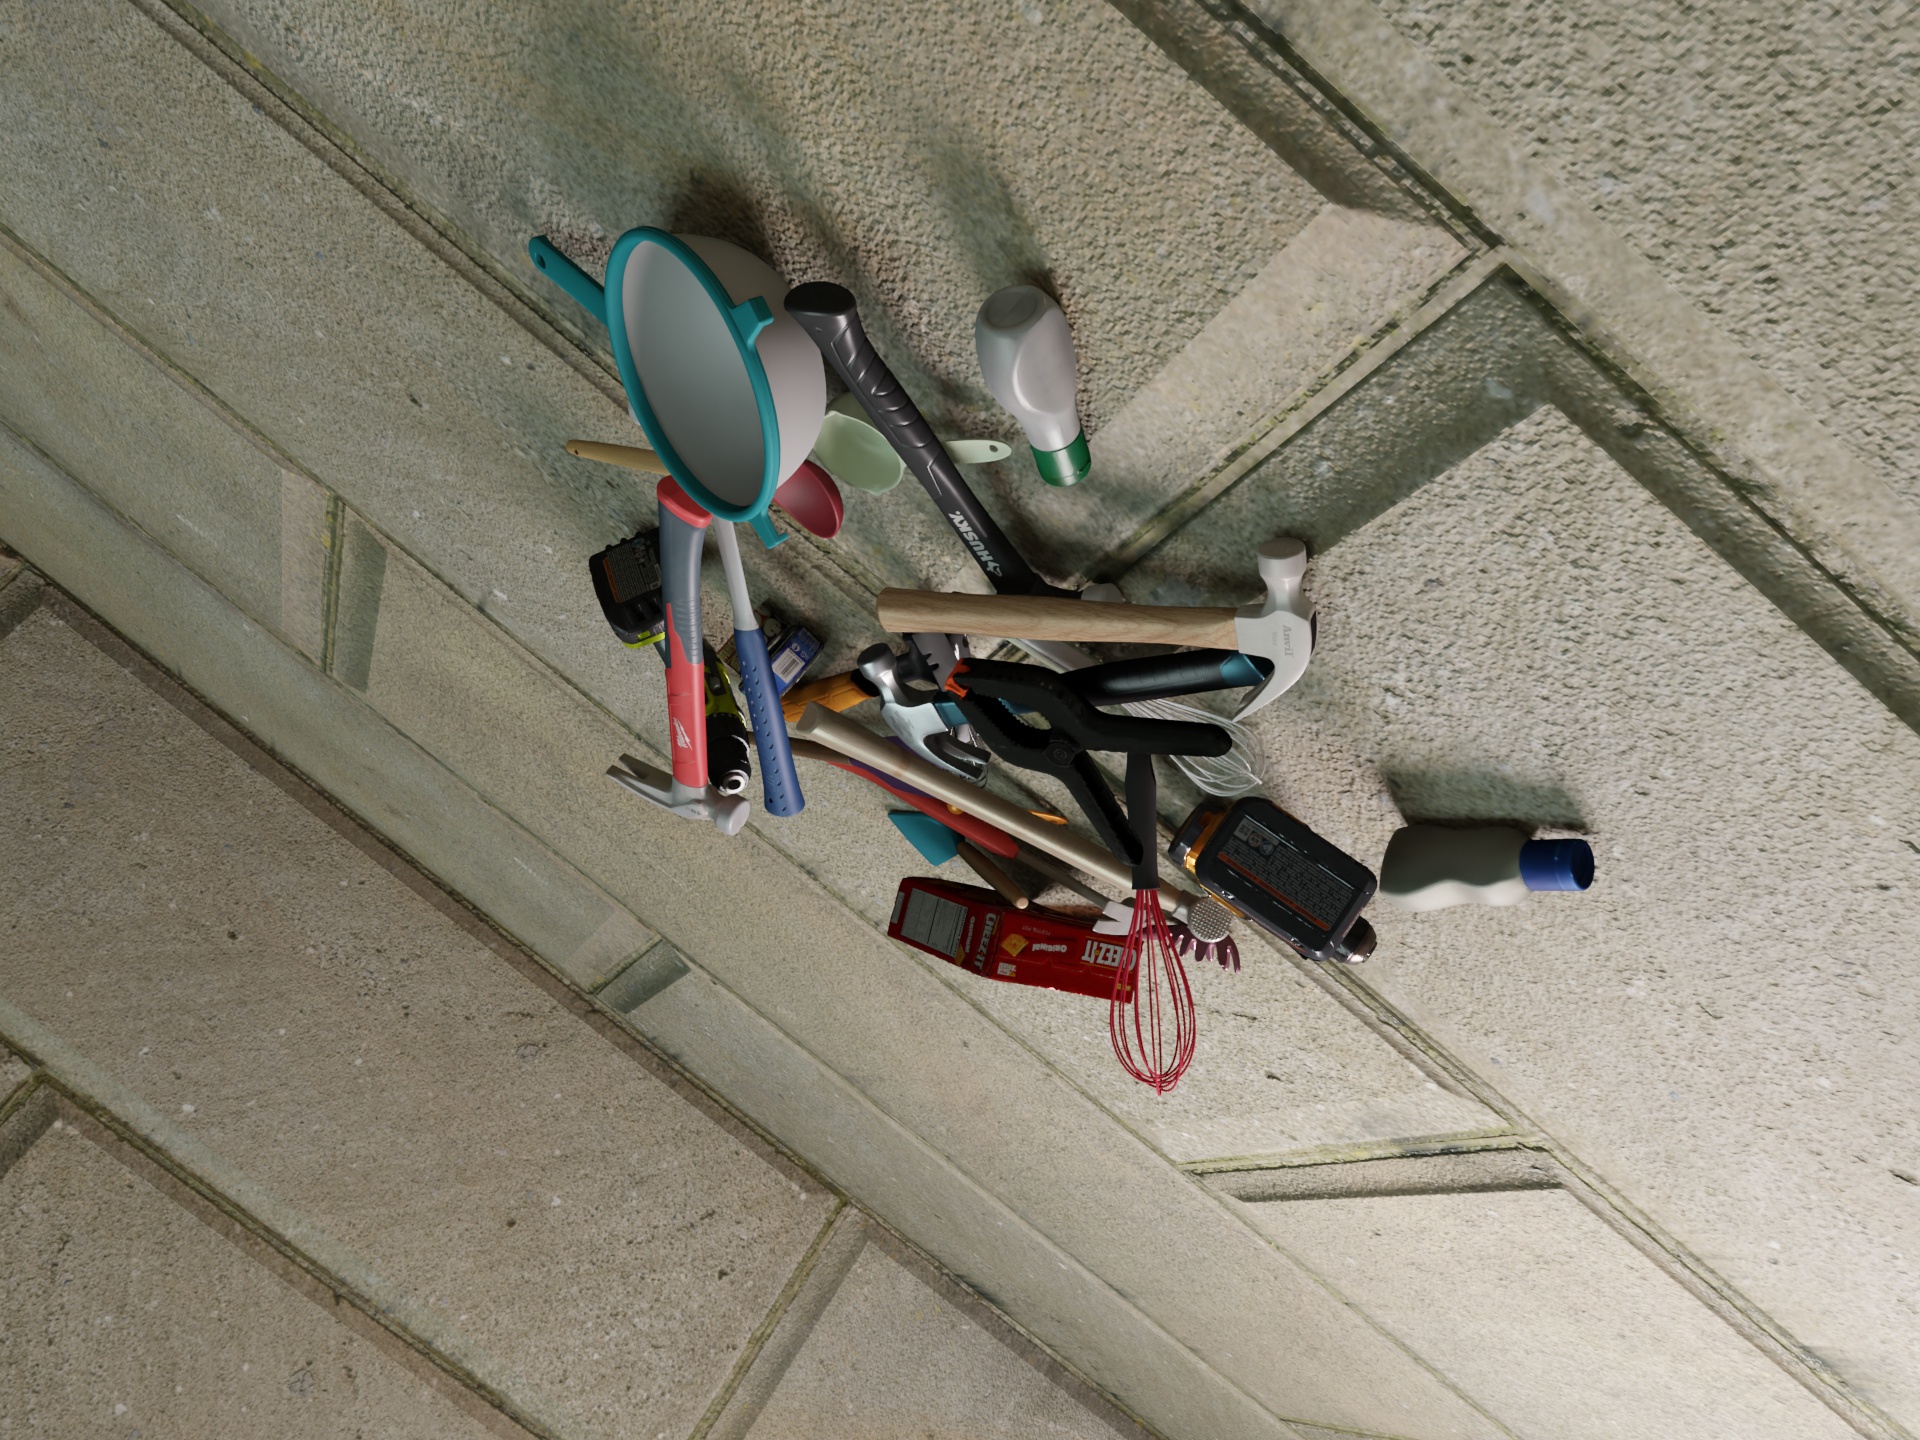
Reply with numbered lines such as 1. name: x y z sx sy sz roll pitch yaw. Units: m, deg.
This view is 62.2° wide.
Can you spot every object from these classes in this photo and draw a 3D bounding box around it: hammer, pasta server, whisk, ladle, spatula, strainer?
1. hammer: -0.184 -0.090 1.376 0.144 0.035 0.405 14 128 33
2. pasta server: 0.158 0.215 1.580 0.060 0.040 0.316 21 165 -34
3. hammer: -0.253 -0.056 1.383 0.143 0.038 0.386 23 137 15
4. whisk: -0.003 -0.004 1.414 0.055 0.055 0.238 25 147 21
5. whisk: 0.152 0.156 1.296 0.073 0.296 0.073 -3 177 0
6. ladle: -0.208 -0.198 1.270 0.316 0.031 0.069 16 135 34
7. hammer: 0.045 0.087 1.403 0.410 0.038 0.146 26 177 4
8. hammer: -0.020 -0.172 1.117 0.146 0.035 0.334 -4 141 36
9. hammer: 0.081 -0.024 1.209 0.331 0.033 0.128 -8 125 33
10. hammer: 0.014 0.105 1.524 0.359 0.036 0.149 29 -176 22
11. spatula: 0.004 0.142 1.567 0.082 0.044 0.318 49 174 -18
12. spatula: -0.120 0.032 1.554 0.316 0.018 0.059 8 118 48
13. hammer: -0.089 -0.025 1.452 0.337 0.034 0.127 -12 107 61
14. strainer: -0.198 -0.289 1.159 0.341 0.095 0.210 42 147 34
15. hammer: 0.088 -0.069 1.126 0.331 0.031 0.130 5 125 28
16. whisk: 0.130 -0.018 1.240 0.246 0.058 0.059 33 -179 15

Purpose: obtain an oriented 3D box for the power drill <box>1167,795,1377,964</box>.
1. power drill: 0.257 0.133 1.235 0.185 0.084 0.226 35 177 5

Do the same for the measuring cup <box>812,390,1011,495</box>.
1. measuring cup: -0.031 -0.205 1.147 0.168 0.038 0.083 5 142 31

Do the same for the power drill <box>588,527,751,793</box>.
1. power drill: -0.267 -0.051 1.527 0.191 0.080 0.228 -118 6 -47

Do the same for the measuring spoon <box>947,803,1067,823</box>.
1. measuring spoon: 0.044 0.089 1.483 0.117 0.011 0.021 9 156 -11
